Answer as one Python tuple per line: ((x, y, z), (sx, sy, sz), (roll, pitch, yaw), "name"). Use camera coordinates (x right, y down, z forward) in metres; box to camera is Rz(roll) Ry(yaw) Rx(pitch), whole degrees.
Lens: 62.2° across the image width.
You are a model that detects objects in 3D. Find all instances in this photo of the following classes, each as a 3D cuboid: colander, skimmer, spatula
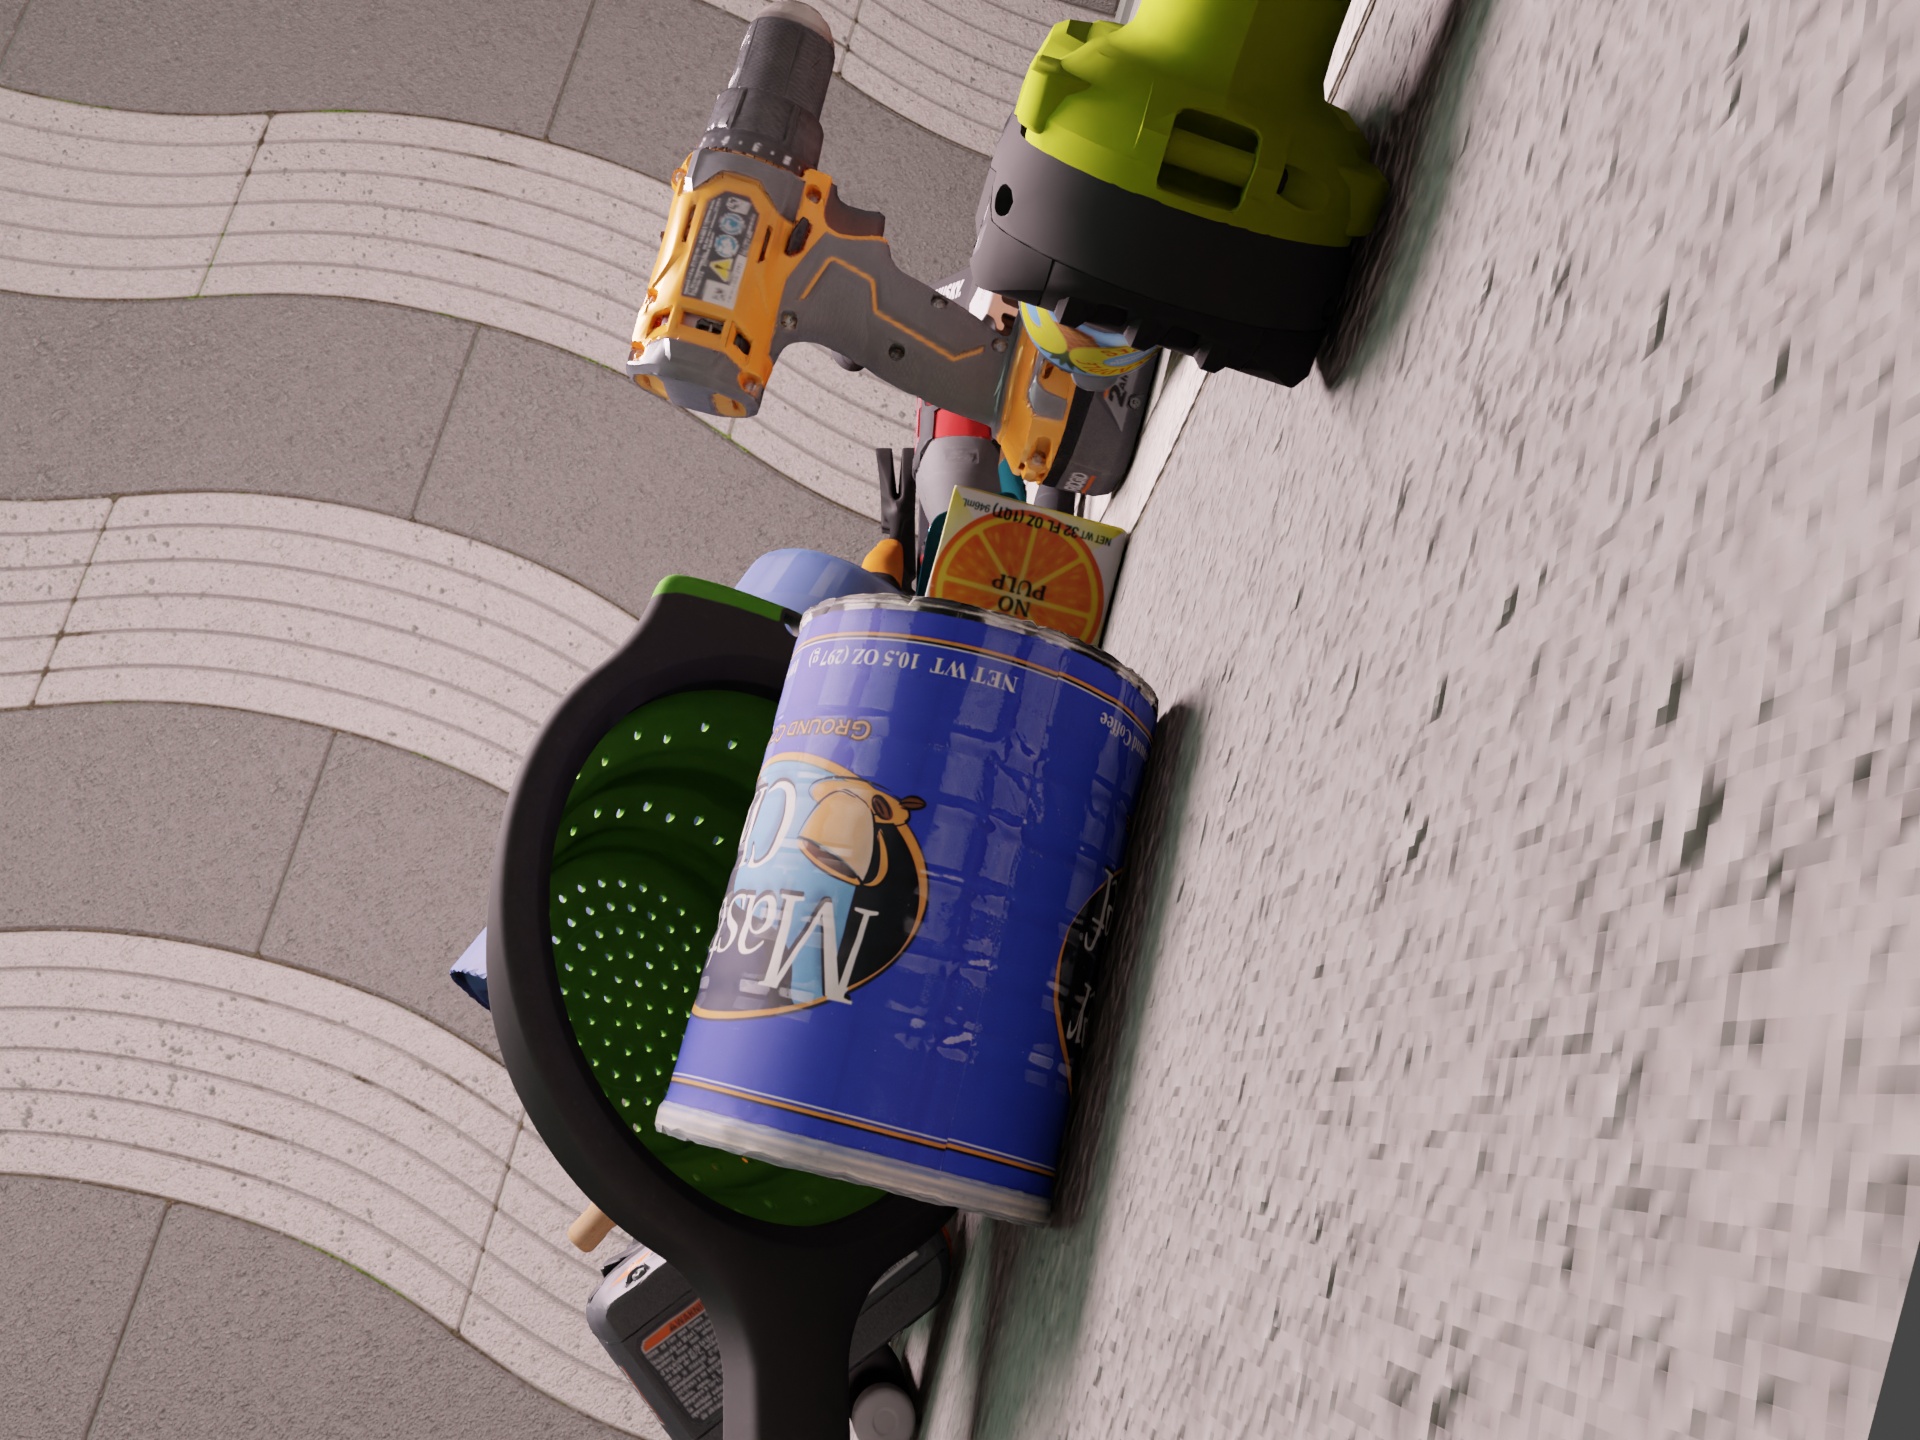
((-0.077, 0.155, 0.481), (0.094, 0.204, 0.397), (-26, 57, 38), "colander")
((-0.071, 0.260, 0.728), (0.127, 0.090, 0.363), (-46, -3, -13), "skimmer")
((0.020, -0.153, 0.863), (0.318, 0.044, 0.082), (-79, -1, -50), "spatula")

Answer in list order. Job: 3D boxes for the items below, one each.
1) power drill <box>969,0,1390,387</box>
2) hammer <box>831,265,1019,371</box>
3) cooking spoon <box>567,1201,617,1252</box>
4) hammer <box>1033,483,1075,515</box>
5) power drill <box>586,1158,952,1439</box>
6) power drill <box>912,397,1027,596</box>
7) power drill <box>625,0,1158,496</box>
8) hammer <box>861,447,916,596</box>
((0.075, -0.204, 0.331), (0.191, 0.080, 0.228), (-80, 7, -60), "power drill")
((-0.020, -0.244, 0.926), (0.335, 0.035, 0.146), (-155, 81, -70), "hammer")
((-0.064, 0.118, 0.741), (0.319, 0.017, 0.068), (-47, -3, -15), "cooking spoon")
((0.055, -0.142, 0.921), (0.409, 0.036, 0.149), (-79, 3, -51), "hammer")
((-0.085, 0.213, 0.654), (0.164, 0.084, 0.226), (-36, 1, -5), "power drill")
((0.005, -0.143, 1.042), (0.219, 0.078, 0.143), (84, -173, -73), "power drill")
((-0.019, -0.209, 0.713), (0.084, 0.226, 0.185), (132, 153, -85), "power drill")
((-0.049, -0.115, 1.092), (0.337, 0.034, 0.127), (-90, 1, -77), "hammer")
